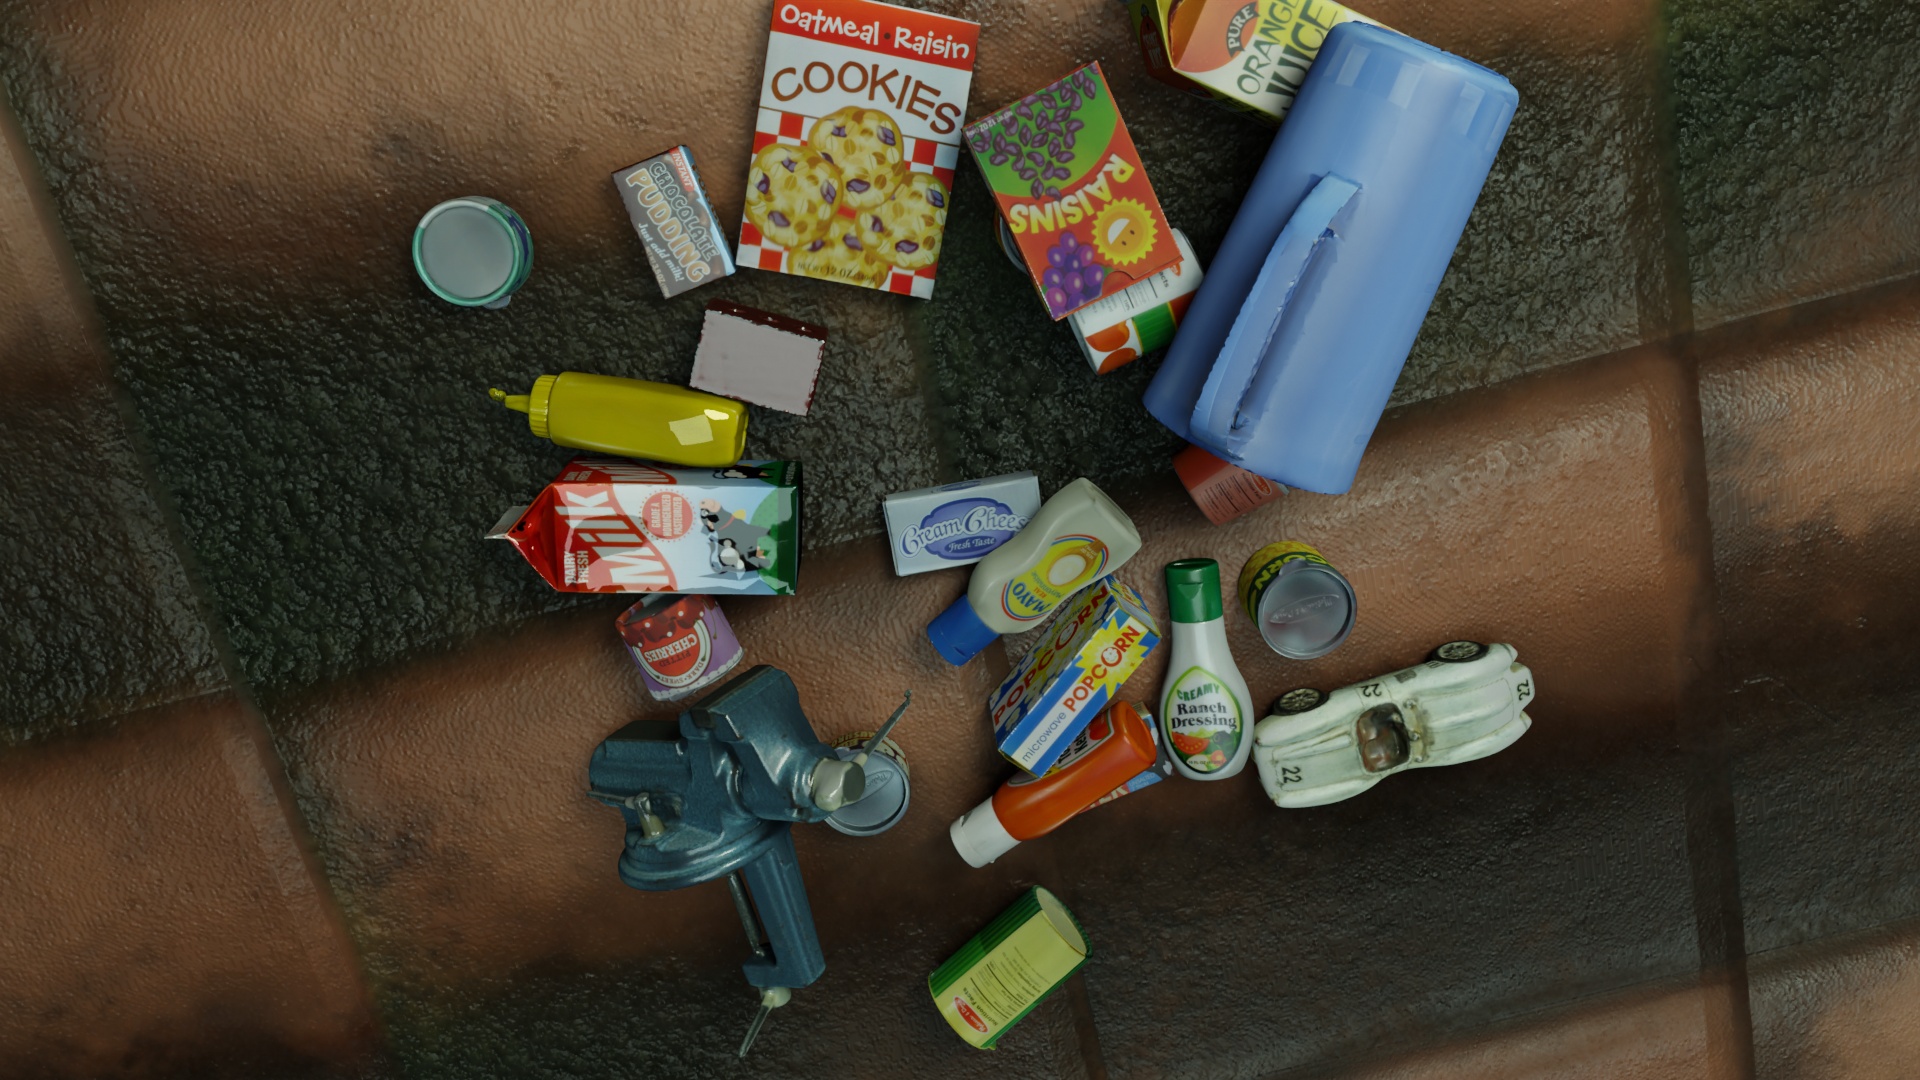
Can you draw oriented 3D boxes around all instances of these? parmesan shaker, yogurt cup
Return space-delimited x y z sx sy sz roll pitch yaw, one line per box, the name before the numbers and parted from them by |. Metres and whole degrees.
parmesan shaker | 0.038 0.306 0.996 0.103 0.071 0.071 -42 104 8
yogurt cup | 0.175 -0.046 0.908 0.054 0.073 0.072 -34 105 15

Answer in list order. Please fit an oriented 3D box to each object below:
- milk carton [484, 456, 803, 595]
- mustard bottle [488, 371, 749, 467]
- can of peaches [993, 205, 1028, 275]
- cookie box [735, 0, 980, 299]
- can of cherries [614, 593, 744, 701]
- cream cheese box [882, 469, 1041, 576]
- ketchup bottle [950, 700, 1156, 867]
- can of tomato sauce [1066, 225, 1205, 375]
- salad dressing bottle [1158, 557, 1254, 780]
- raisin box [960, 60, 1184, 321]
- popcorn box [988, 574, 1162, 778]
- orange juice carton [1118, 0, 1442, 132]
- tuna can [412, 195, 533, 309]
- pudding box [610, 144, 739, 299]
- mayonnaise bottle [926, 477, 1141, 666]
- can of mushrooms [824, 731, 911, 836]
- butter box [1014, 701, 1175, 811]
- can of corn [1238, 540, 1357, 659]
milk carton | -0.198 -0.011 0.888 0.191 0.072 0.073 1 106 -4
mustard bottle | -0.217 -0.078 0.875 0.160 0.065 0.048 8 100 0
can of peaches | 0.053 -0.198 0.859 0.071 0.058 0.071 -1 106 -3
cookie box | -0.063 -0.242 0.849 0.123 0.040 0.166 9 106 -6
can of cherries | -0.185 0.064 0.910 0.071 0.072 0.058 -23 106 3
cream cheese box | 0.003 -0.012 0.926 0.104 0.024 0.053 -10 106 -1
ketchup bottle | 0.061 0.168 0.936 0.148 0.065 0.043 -37 98 15
can of tomato sauce | 0.111 -0.149 0.874 0.083 0.071 0.071 -24 106 4
salad dressing bottle | 0.164 0.087 0.948 0.064 0.044 0.147 -4 99 18
raisin box | 0.065 -0.202 0.807 0.086 0.040 0.123 -26 107 3
popcorn box | 0.073 0.087 0.926 0.038 0.085 0.126 37 101 -12
orange juice carton | 0.183 -0.293 0.833 0.193 0.072 0.073 20 104 -9
tuna can | -0.299 -0.176 0.856 0.071 0.033 0.071 -1 105 -3
pudding box | -0.175 -0.197 0.859 0.050 0.030 0.083 -21 106 1
mayonnaise bottle | 0.044 0.025 0.906 0.148 0.041 0.064 -40 124 16
can of mushrooms | -0.069 0.167 0.967 0.071 0.033 0.070 -1 106 -3
butter box | 0.094 0.158 0.979 0.103 0.024 0.053 -23 105 3
can of corn | 0.225 0.037 0.936 0.071 0.058 0.071 -1 106 -3
